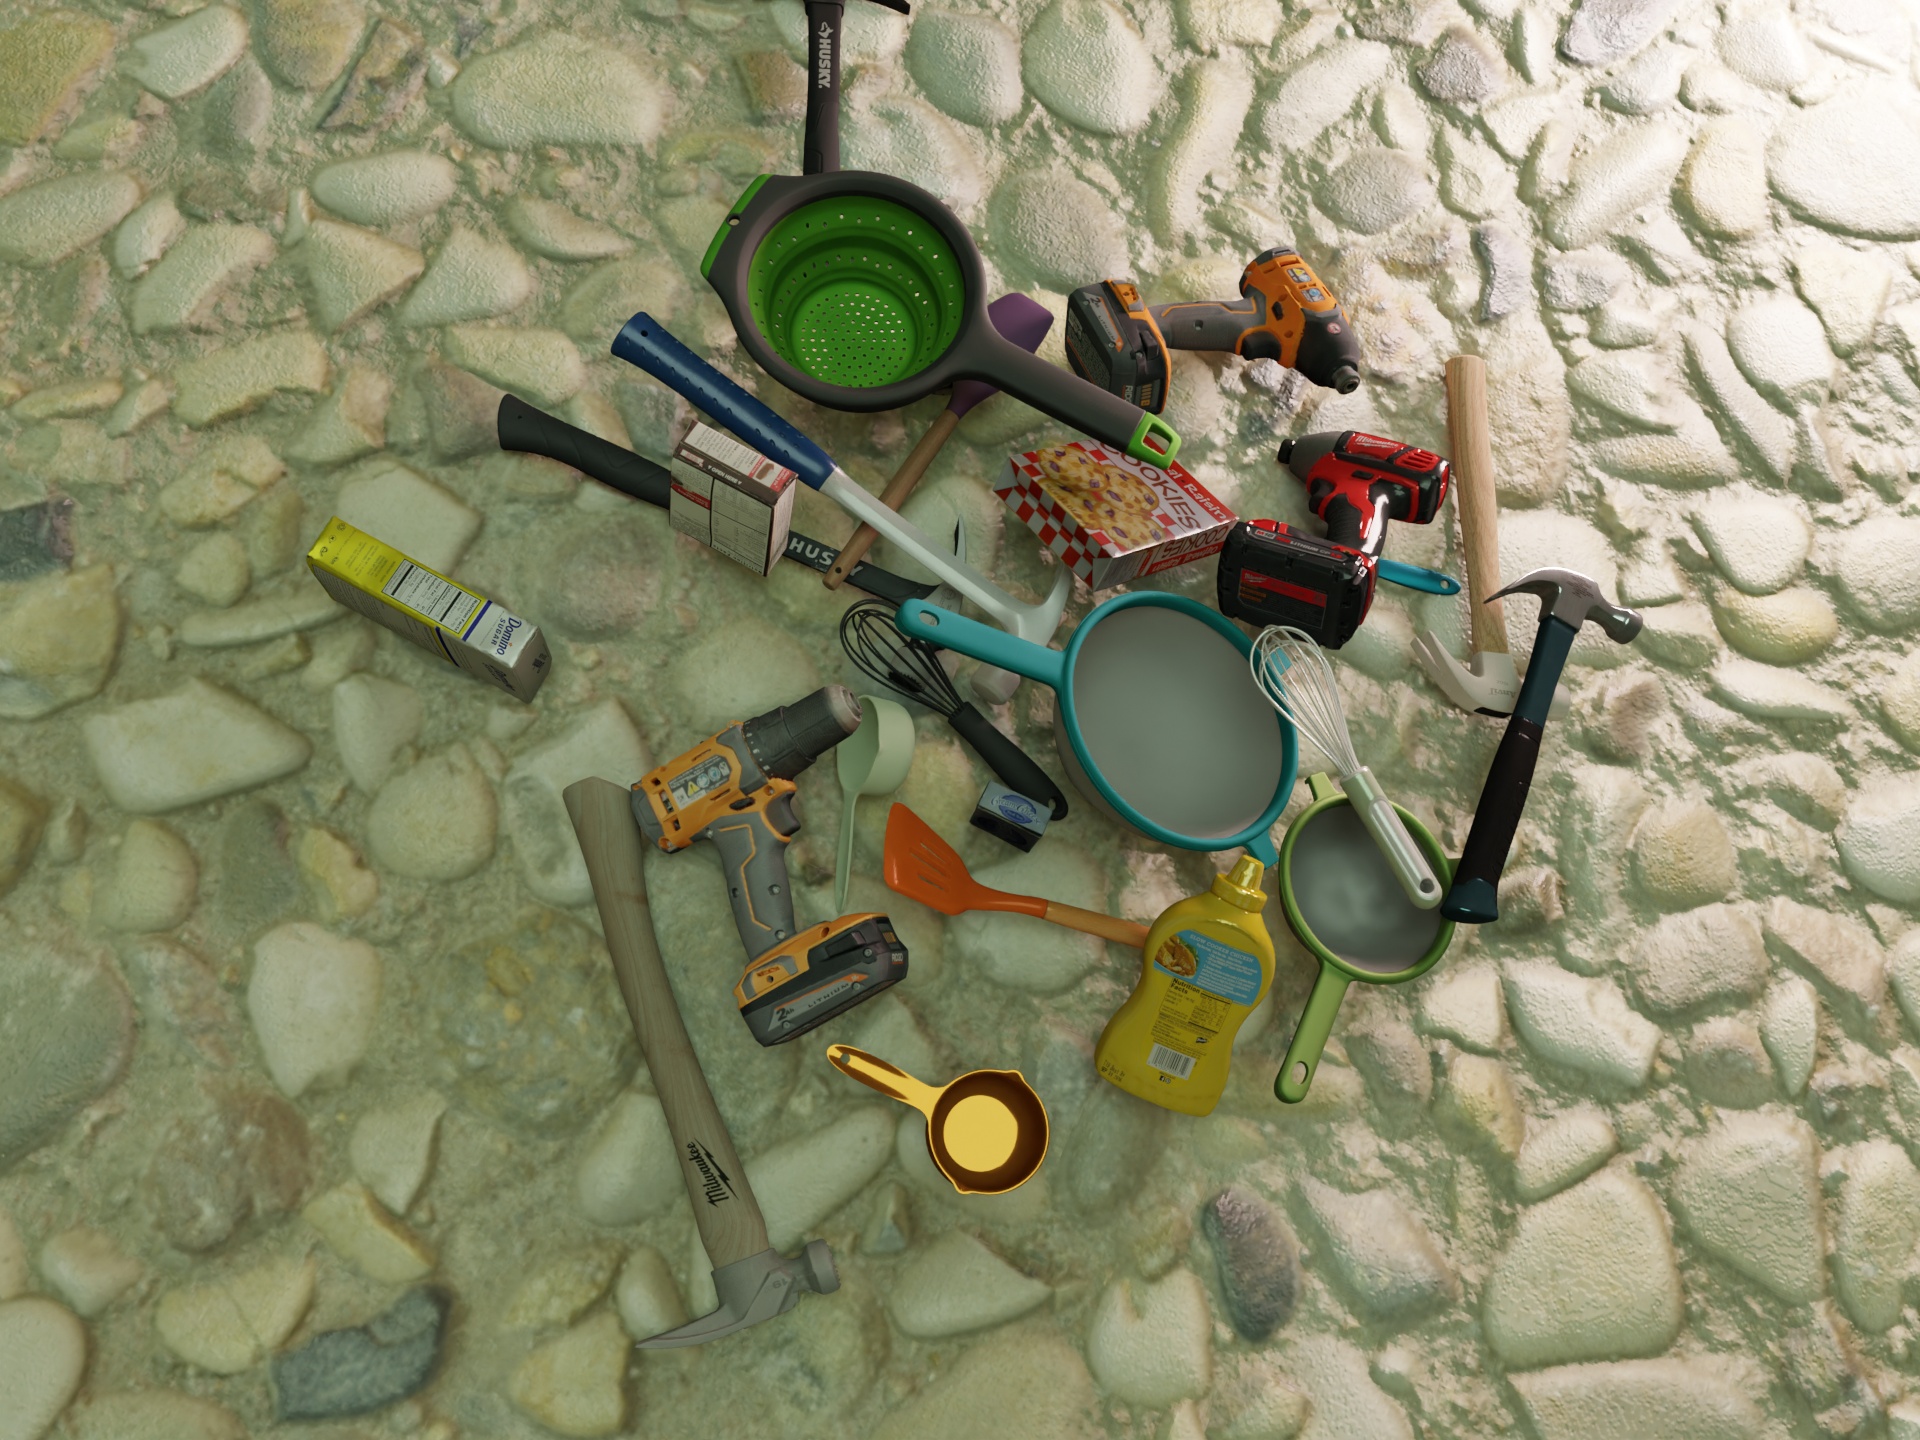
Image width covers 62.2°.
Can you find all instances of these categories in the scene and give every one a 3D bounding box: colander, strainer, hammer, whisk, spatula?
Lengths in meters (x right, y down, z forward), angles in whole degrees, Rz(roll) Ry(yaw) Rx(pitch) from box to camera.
[{"bbox_3d":[-0.012,-0.289,1.273,0.397,0.094,0.204,28,74,2],"label":"colander"},{"bbox_3d":[0.093,-0.008,1.213,0.340,0.095,0.211,20,60,-18],"label":"strainer"},{"bbox_3d":[-0.116,-0.525,1.397,0.146,0.035,0.335,1,73,-6],"label":"hammer"},{"bbox_3d":[0.281,0.178,1.211,0.151,0.069,0.256,30,65,-4],"label":"strainer"},{"bbox_3d":[0.441,-0.162,1.358,0.130,0.031,0.331,6,71,-14],"label":"hammer"},{"bbox_3d":[-0.002,-0.003,1.225,0.239,0.055,0.055,44,72,-13],"label":"whisk"},{"bbox_3d":[0.447,0.017,1.263,0.128,0.033,0.331,30,66,-7],"label":"hammer"},{"bbox_3d":[-0.223,0.238,1.156,0.146,0.038,0.411,-19,76,-11],"label":"hammer"},{"bbox_3d":[-0.185,-0.169,1.282,0.409,0.036,0.149,24,71,0],"label":"hammer"},{"bbox_3d":[-0.091,-0.186,1.239,0.405,0.035,0.144,36,73,-3],"label":"hammer"},{"bbox_3d":[0.295,0.034,1.209,0.058,0.059,0.246,-29,84,-14],"label":"whisk"},{"bbox_3d":[-0.023,-0.231,1.295,0.060,0.018,0.316,32,72,3],"label":"spatula"},{"bbox_3d":[0.089,0.144,1.199,0.322,0.041,0.081,17,44,-12],"label":"spatula"}]

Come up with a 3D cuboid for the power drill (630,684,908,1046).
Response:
[{"bbox_3d":[-0.119,0.099,1.163,0.185,0.084,0.226,-30,77,10],"label":"power drill"}]

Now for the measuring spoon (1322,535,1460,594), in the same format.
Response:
[{"bbox_3d":[0.366,-0.131,1.348,0.128,0.021,0.042,15,72,-3],"label":"measuring spoon"}]

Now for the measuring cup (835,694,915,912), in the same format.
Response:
[{"bbox_3d":[-0.069,0.065,1.220,0.038,0.083,0.167,8,90,-27],"label":"measuring cup"}]

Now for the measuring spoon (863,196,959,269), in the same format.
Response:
[{"bbox_3d":[-0.044,-0.419,1.388,0.034,0.018,0.124,42,66,6],"label":"measuring spoon"}]

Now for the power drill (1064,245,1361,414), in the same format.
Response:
[{"bbox_3d":[0.218,-0.315,1.332,0.226,0.084,0.164,-14,52,-12],"label":"power drill"}]

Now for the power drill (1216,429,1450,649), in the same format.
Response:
[{"bbox_3d":[0.297,-0.162,1.291,0.143,0.078,0.220,21,48,22],"label":"power drill"}]

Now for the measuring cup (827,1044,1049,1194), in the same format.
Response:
[{"bbox_3d":[-0.020,0.282,1.161,0.173,0.052,0.095,26,72,3],"label":"measuring cup"}]
